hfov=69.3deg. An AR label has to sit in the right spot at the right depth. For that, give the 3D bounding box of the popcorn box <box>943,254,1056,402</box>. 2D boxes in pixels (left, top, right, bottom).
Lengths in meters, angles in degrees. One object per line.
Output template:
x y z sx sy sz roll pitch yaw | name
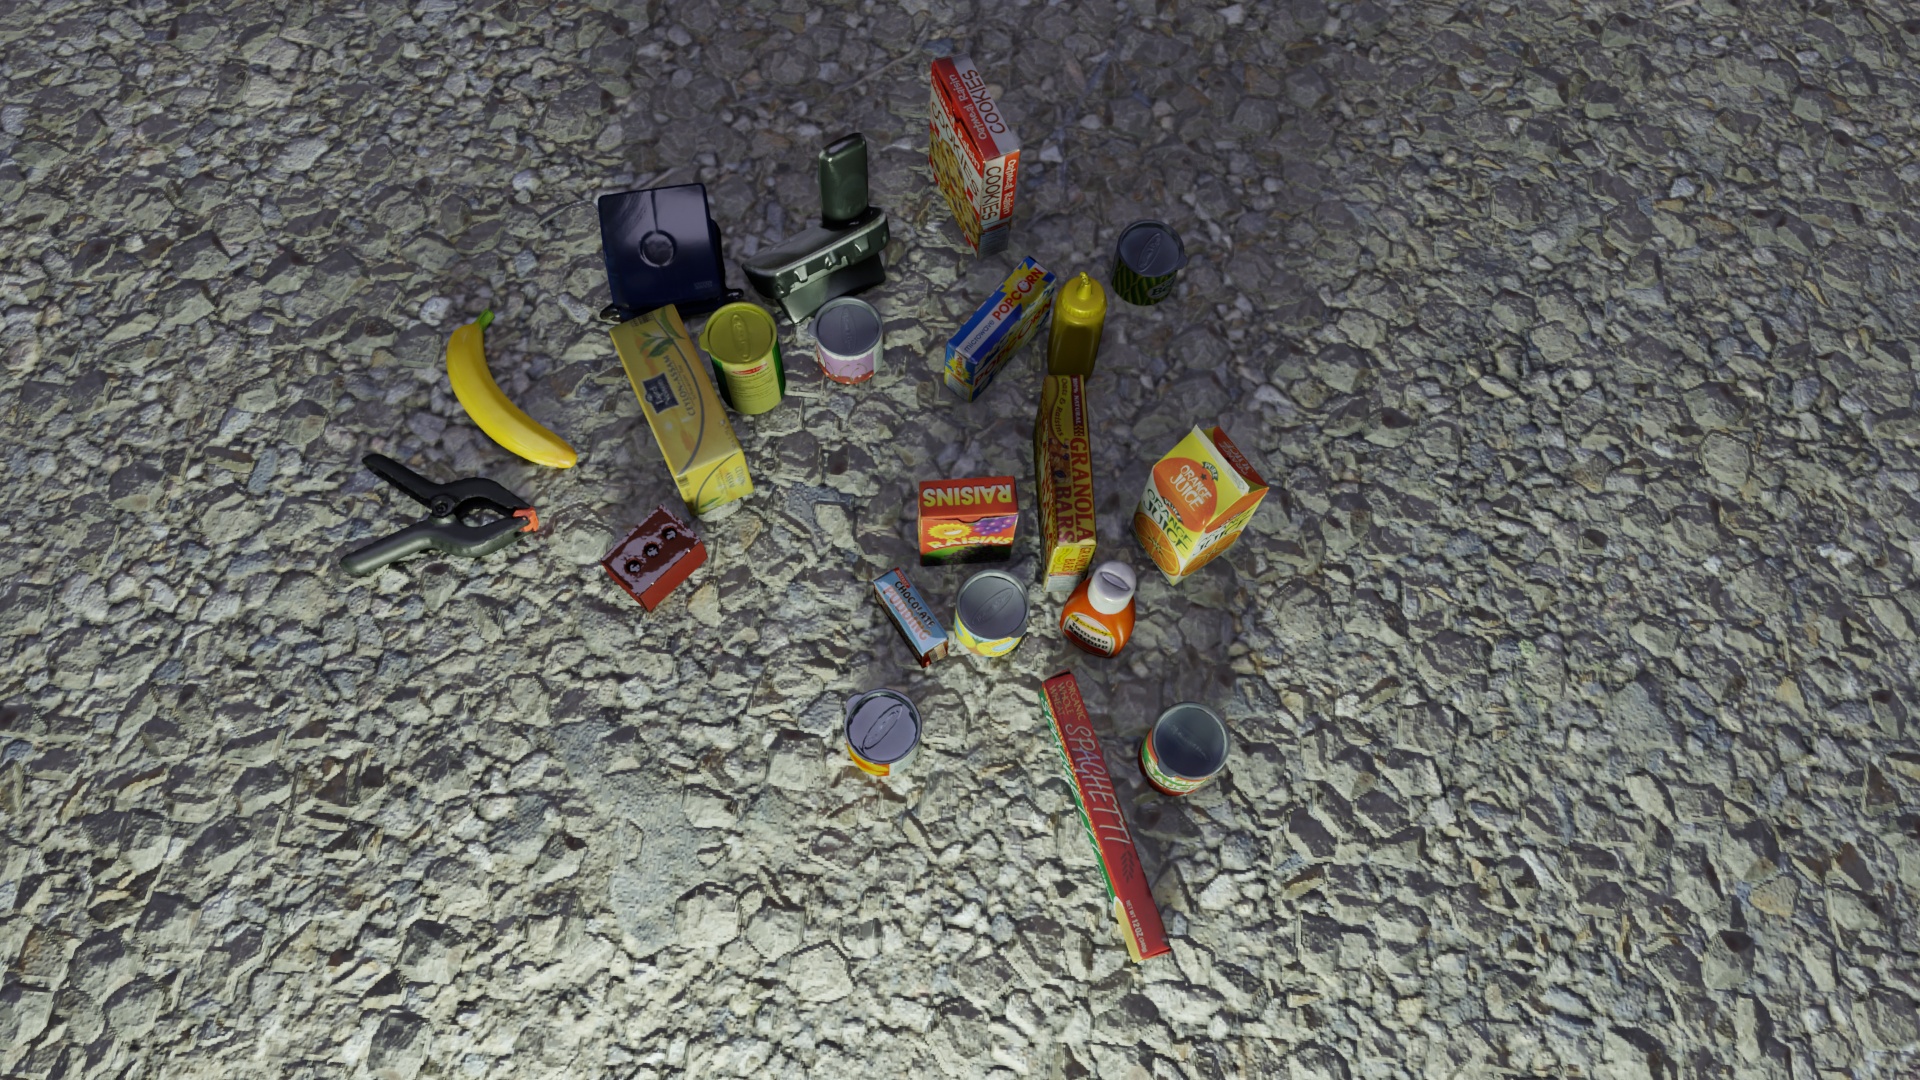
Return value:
0.037 -0.202 1.338 0.038 0.085 0.127 37 72 11 | popcorn box

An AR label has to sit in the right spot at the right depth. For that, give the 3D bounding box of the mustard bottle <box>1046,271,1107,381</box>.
0.110 -0.205 1.302 0.049 0.159 0.065 4 69 -1 | mustard bottle

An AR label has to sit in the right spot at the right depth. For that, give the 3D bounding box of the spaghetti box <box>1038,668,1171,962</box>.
0.121 0.234 1.190 0.029 0.050 0.251 -16 70 -8 | spaghetti box

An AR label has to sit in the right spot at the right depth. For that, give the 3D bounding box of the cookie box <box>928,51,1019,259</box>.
0.010 -0.373 1.359 0.040 0.166 0.123 -22 71 -10 | cookie box

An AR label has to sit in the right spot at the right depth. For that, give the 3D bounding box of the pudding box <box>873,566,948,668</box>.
-0.044 0.069 1.247 0.030 0.049 0.084 -31 73 -13 | pudding box

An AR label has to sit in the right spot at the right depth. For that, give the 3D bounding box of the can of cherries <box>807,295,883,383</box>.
-0.110 -0.193 1.343 0.071 0.058 0.072 1 69 -2 | can of cherries

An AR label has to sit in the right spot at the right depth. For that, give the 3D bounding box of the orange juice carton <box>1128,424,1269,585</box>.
0.210 -0.035 1.222 0.073 0.192 0.072 -32 74 -13 | orange juice carton

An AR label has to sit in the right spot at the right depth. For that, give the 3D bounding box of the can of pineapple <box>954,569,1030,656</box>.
0.028 0.068 1.247 0.071 0.057 0.071 1 69 -2 | can of pineapple

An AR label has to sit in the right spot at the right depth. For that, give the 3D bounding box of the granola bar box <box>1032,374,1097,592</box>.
0.094 -0.050 1.260 0.039 0.123 0.166 -1 69 -3 | granola bar box

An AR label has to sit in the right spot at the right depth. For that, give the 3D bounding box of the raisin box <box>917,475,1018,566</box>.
0.004 -0.016 1.243 0.086 0.123 0.040 -3 69 -3 | raisin box

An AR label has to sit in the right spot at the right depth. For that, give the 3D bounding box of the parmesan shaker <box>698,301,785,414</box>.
-0.204 -0.169 1.305 0.071 0.102 0.071 1 69 -2 | parmesan shaker

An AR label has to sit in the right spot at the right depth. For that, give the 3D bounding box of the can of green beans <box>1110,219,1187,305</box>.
0.186 -0.277 1.388 0.071 0.057 0.071 1 69 -2 | can of green beans

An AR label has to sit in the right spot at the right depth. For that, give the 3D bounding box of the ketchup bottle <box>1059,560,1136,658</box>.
0.124 0.057 1.206 0.065 0.148 0.044 30 71 9 | ketchup bottle

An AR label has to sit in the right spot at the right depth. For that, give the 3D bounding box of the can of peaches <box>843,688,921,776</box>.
-0.069 0.166 1.204 0.071 0.058 0.071 1 69 -2 | can of peaches

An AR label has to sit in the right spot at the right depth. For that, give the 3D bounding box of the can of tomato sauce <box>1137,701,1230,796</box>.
0.190 0.182 1.195 0.071 0.082 0.071 1 69 -2 | can of tomato sauce
